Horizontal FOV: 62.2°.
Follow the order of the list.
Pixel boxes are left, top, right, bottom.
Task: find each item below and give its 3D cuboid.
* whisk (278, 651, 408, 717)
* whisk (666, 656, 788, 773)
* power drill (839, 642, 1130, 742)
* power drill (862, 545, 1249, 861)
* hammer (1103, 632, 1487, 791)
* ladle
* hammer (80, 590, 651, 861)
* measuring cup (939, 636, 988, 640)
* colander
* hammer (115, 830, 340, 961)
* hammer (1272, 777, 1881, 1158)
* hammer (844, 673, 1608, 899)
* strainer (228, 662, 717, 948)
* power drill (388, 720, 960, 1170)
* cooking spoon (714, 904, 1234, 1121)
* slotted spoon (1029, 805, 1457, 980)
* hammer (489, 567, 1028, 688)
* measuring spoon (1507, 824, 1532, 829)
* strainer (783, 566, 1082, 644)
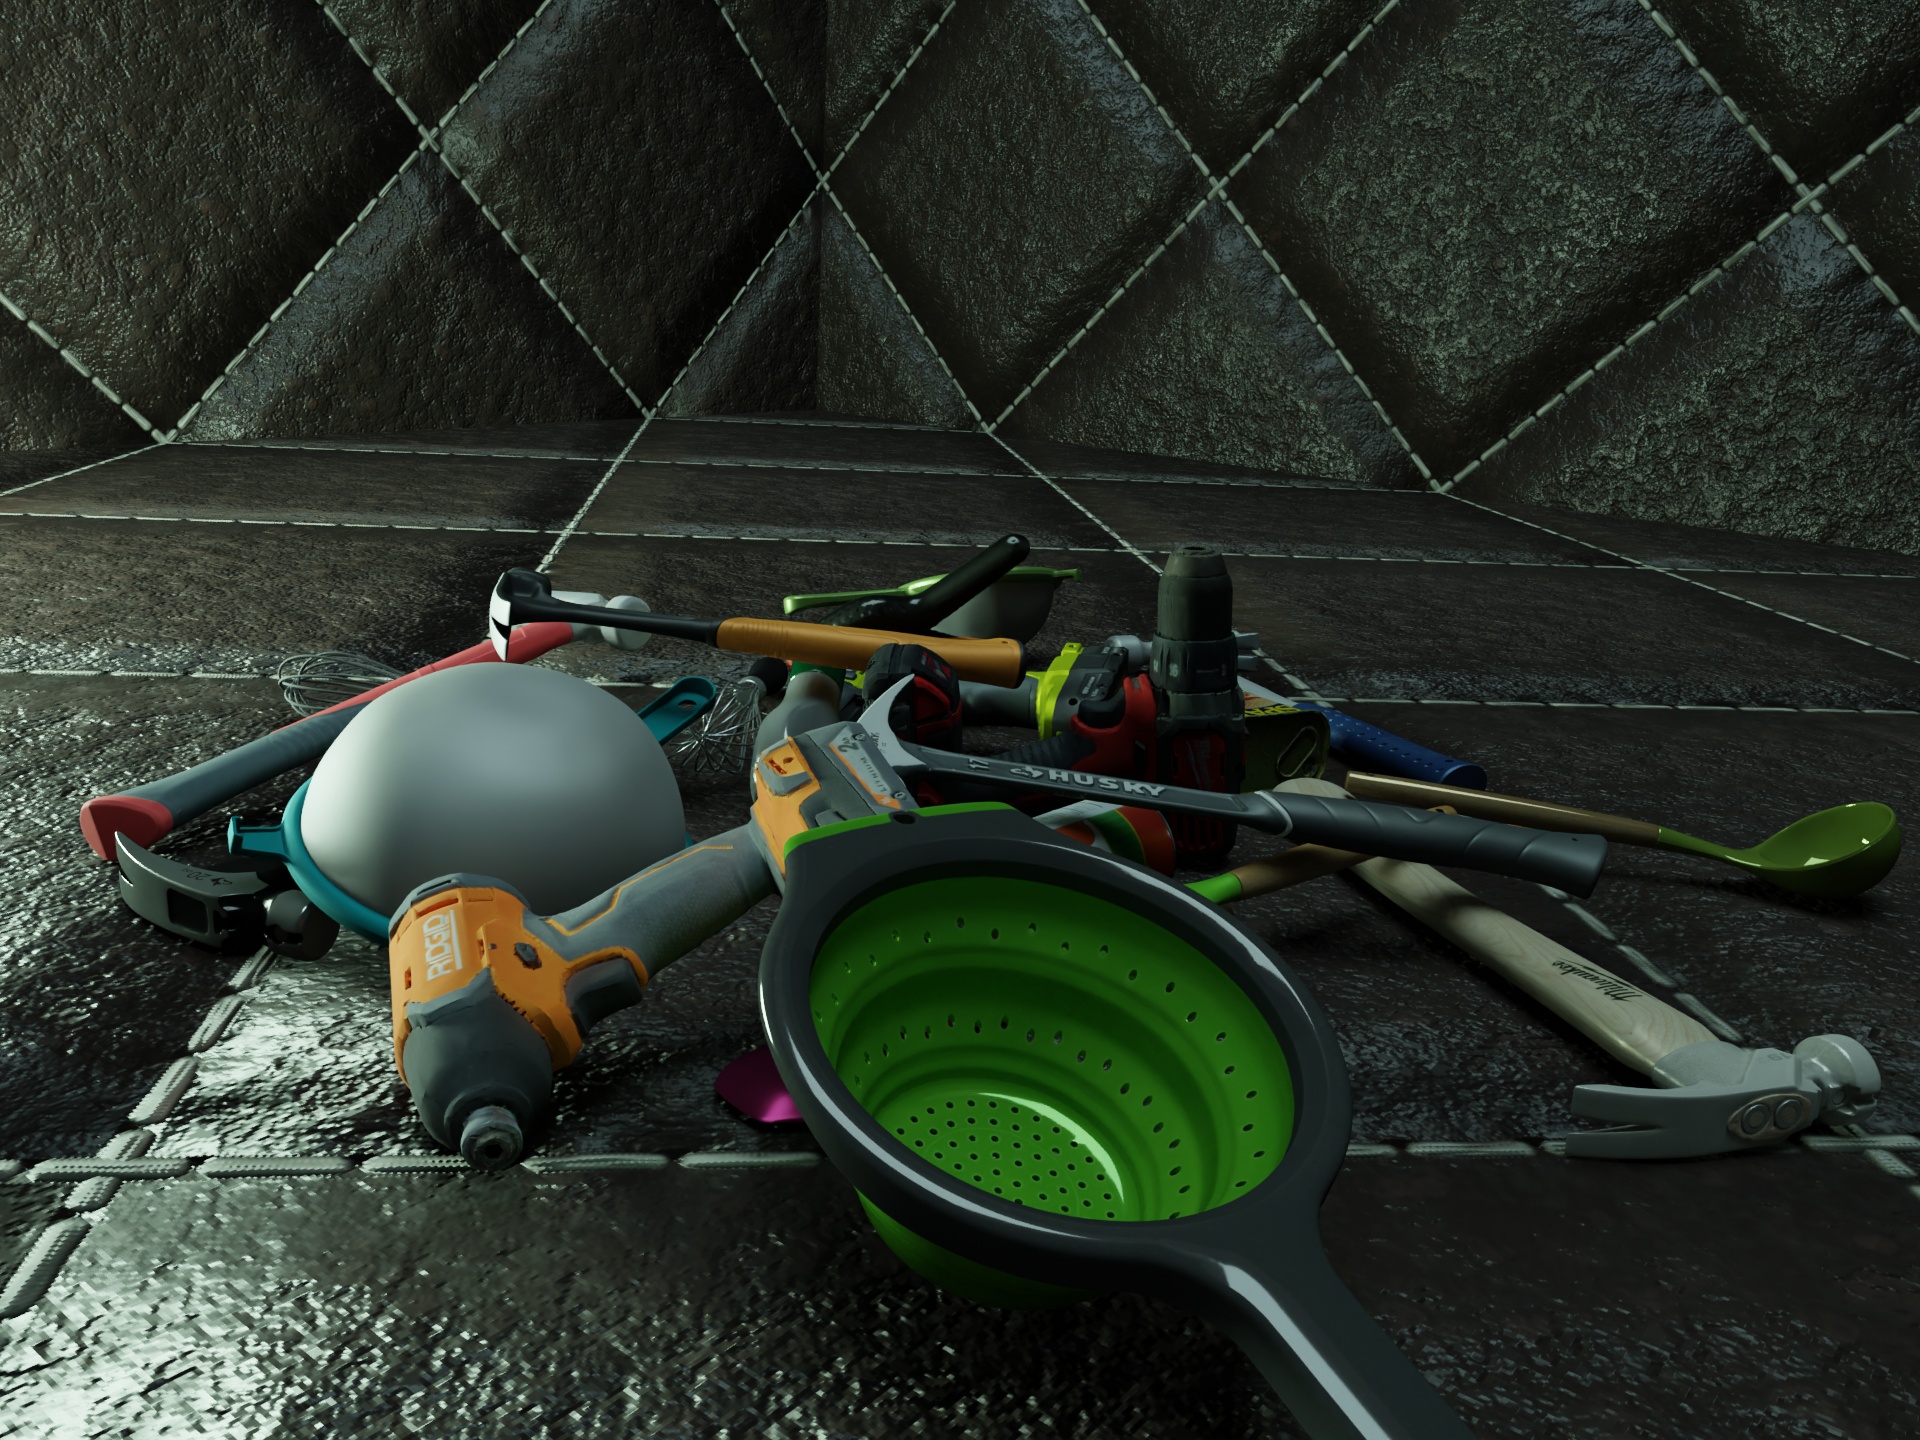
[{"bbox_3d":[-0.366,-0.016,1.137,0.239,0.055,0.055,6,16,-5],"label":"whisk"},{"bbox_3d":[-0.161,-0.016,1.162,0.070,0.070,0.285,4,12,3],"label":"whisk"},{"bbox_3d":[-0.002,-0.004,1.111,0.223,0.080,0.171,4,23,15],"label":"power drill"},{"bbox_3d":[0.058,-0.009,0.947,0.226,0.187,0.080,0,15,2],"label":"power drill"},{"bbox_3d":[0.268,-0.010,1.255,0.144,0.035,0.406,-4,17,-22],"label":"hammer"},{"bbox_3d":[0.399,0.054,0.969,0.320,0.062,0.078,10,14,8],"label":"ladle"},{"bbox_3d":[-0.379,-0.010,1.018,0.143,0.038,0.386,6,25,33],"label":"hammer"},{"bbox_3d":[-0.036,-0.031,1.242,0.173,0.052,0.095,0,16,-5],"label":"measuring cup"},{"bbox_3d":[0.066,0.178,0.501,0.204,0.094,0.398,-7,37,-33],"label":"colander"},{"bbox_3d":[-0.320,0.053,0.921,0.146,0.035,0.335,10,17,19],"label":"hammer"},{"bbox_3d":[0.264,0.108,0.842,0.146,0.038,0.411,-3,17,-17],"label":"hammer"},{"bbox_3d":[0.140,0.045,0.830,0.409,0.036,0.149,9,24,-5],"label":"hammer"},{"bbox_3d":[-0.209,0.008,0.868,0.211,0.095,0.340,22,26,10],"label":"strainer"},{"bbox_3d":[-0.120,0.094,0.652,0.226,0.084,0.164,-22,29,-10],"label":"power drill"},{"bbox_3d":[0.025,0.130,0.751,0.318,0.017,0.069,-12,23,-41],"label":"cooking spoon"},{"bbox_3d":[0.159,0.080,0.834,0.313,0.031,0.070,-11,43,-35],"label":"slotted spoon"},{"bbox_3d":[-0.120,-0.051,0.995,0.336,0.034,0.127,6,14,-13],"label":"hammer"},{"bbox_3d":[0.354,0.068,1.039,0.117,0.011,0.021,1,16,-9],"label":"measuring spoon"},{"bbox_3d":[-0.028,-0.084,1.371,0.256,0.069,0.151,-6,-4,-27],"label":"strainer"}]
